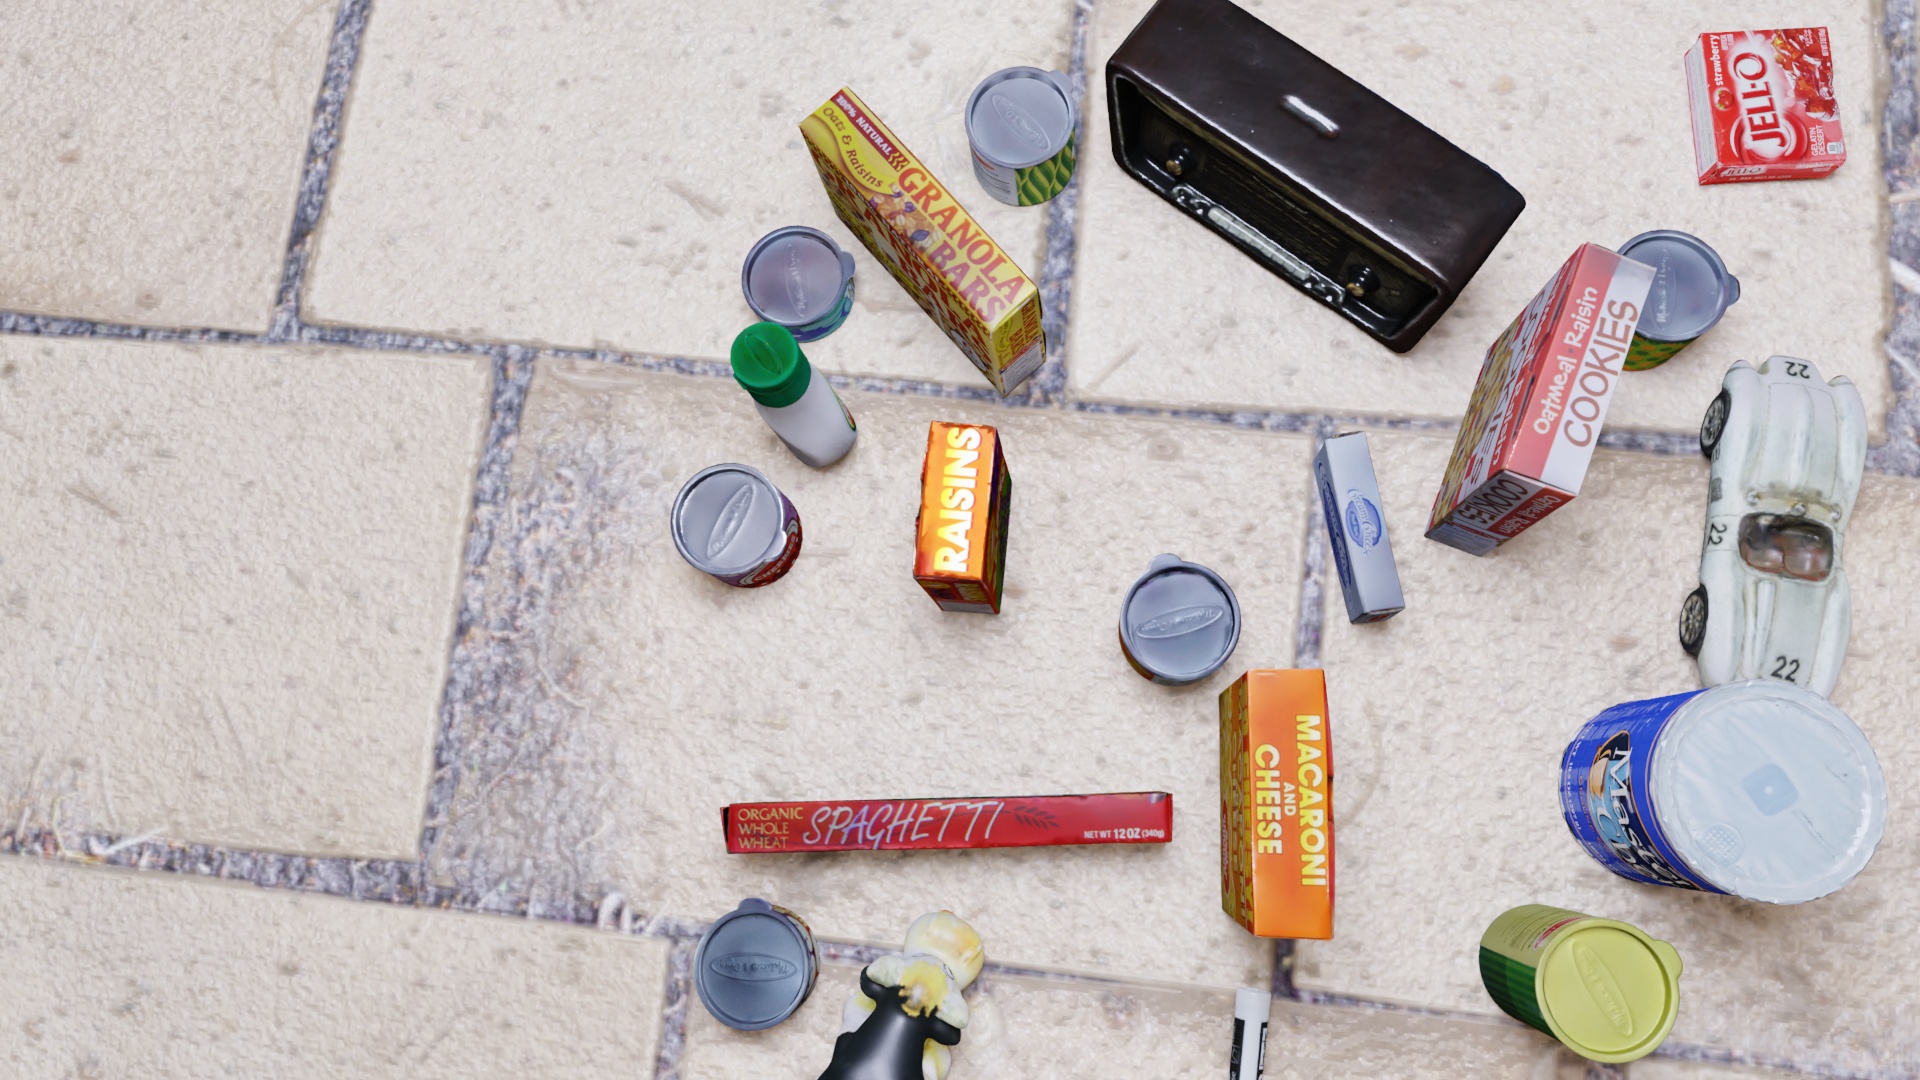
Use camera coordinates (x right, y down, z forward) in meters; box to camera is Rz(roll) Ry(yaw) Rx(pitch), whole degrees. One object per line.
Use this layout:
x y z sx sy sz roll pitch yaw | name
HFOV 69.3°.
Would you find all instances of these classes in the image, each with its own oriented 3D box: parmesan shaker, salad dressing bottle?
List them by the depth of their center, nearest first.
0.315 0.222 0.711 0.071 0.103 0.071 -1 79 5 | parmesan shaker
-0.095 -0.082 0.787 0.044 0.147 0.064 -39 78 -2 | salad dressing bottle

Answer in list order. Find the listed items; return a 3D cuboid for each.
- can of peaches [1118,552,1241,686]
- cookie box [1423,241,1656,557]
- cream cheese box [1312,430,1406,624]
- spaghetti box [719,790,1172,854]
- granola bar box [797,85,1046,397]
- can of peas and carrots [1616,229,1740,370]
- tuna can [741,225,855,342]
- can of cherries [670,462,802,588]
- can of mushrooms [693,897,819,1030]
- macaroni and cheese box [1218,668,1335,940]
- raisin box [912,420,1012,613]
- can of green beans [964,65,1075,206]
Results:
0.122 0.046 0.787 0.071 0.058 0.071 -1 79 5 | can of peaches
0.300 -0.068 0.737 0.040 0.167 0.123 21 82 9 | cookie box
0.225 -0.006 0.790 0.024 0.053 0.104 -10 78 3 | cream cheese box
-0.007 0.158 0.781 0.250 0.050 0.029 -3 79 5 | spaghetti box
-0.018 -0.171 0.809 0.039 0.124 0.166 -41 78 -3 | granola bar box
0.398 -0.137 0.797 0.071 0.058 0.071 -1 79 5 | can of peas and carrots
-0.097 -0.159 0.861 0.071 0.033 0.071 -1 79 5 | tuna can
-0.129 -0.006 0.820 0.071 0.058 0.071 -1 79 5 | can of cherries
-0.114 0.237 0.783 0.071 0.033 0.071 -1 79 5 | can of mushrooms
0.159 0.133 0.711 0.040 0.166 0.124 0 79 5 | macaroni and cheese box
0.003 -0.010 0.776 0.040 0.123 0.086 5 80 6 | raisin box
0.038 -0.247 0.853 0.071 0.057 0.071 -1 79 5 | can of green beans
